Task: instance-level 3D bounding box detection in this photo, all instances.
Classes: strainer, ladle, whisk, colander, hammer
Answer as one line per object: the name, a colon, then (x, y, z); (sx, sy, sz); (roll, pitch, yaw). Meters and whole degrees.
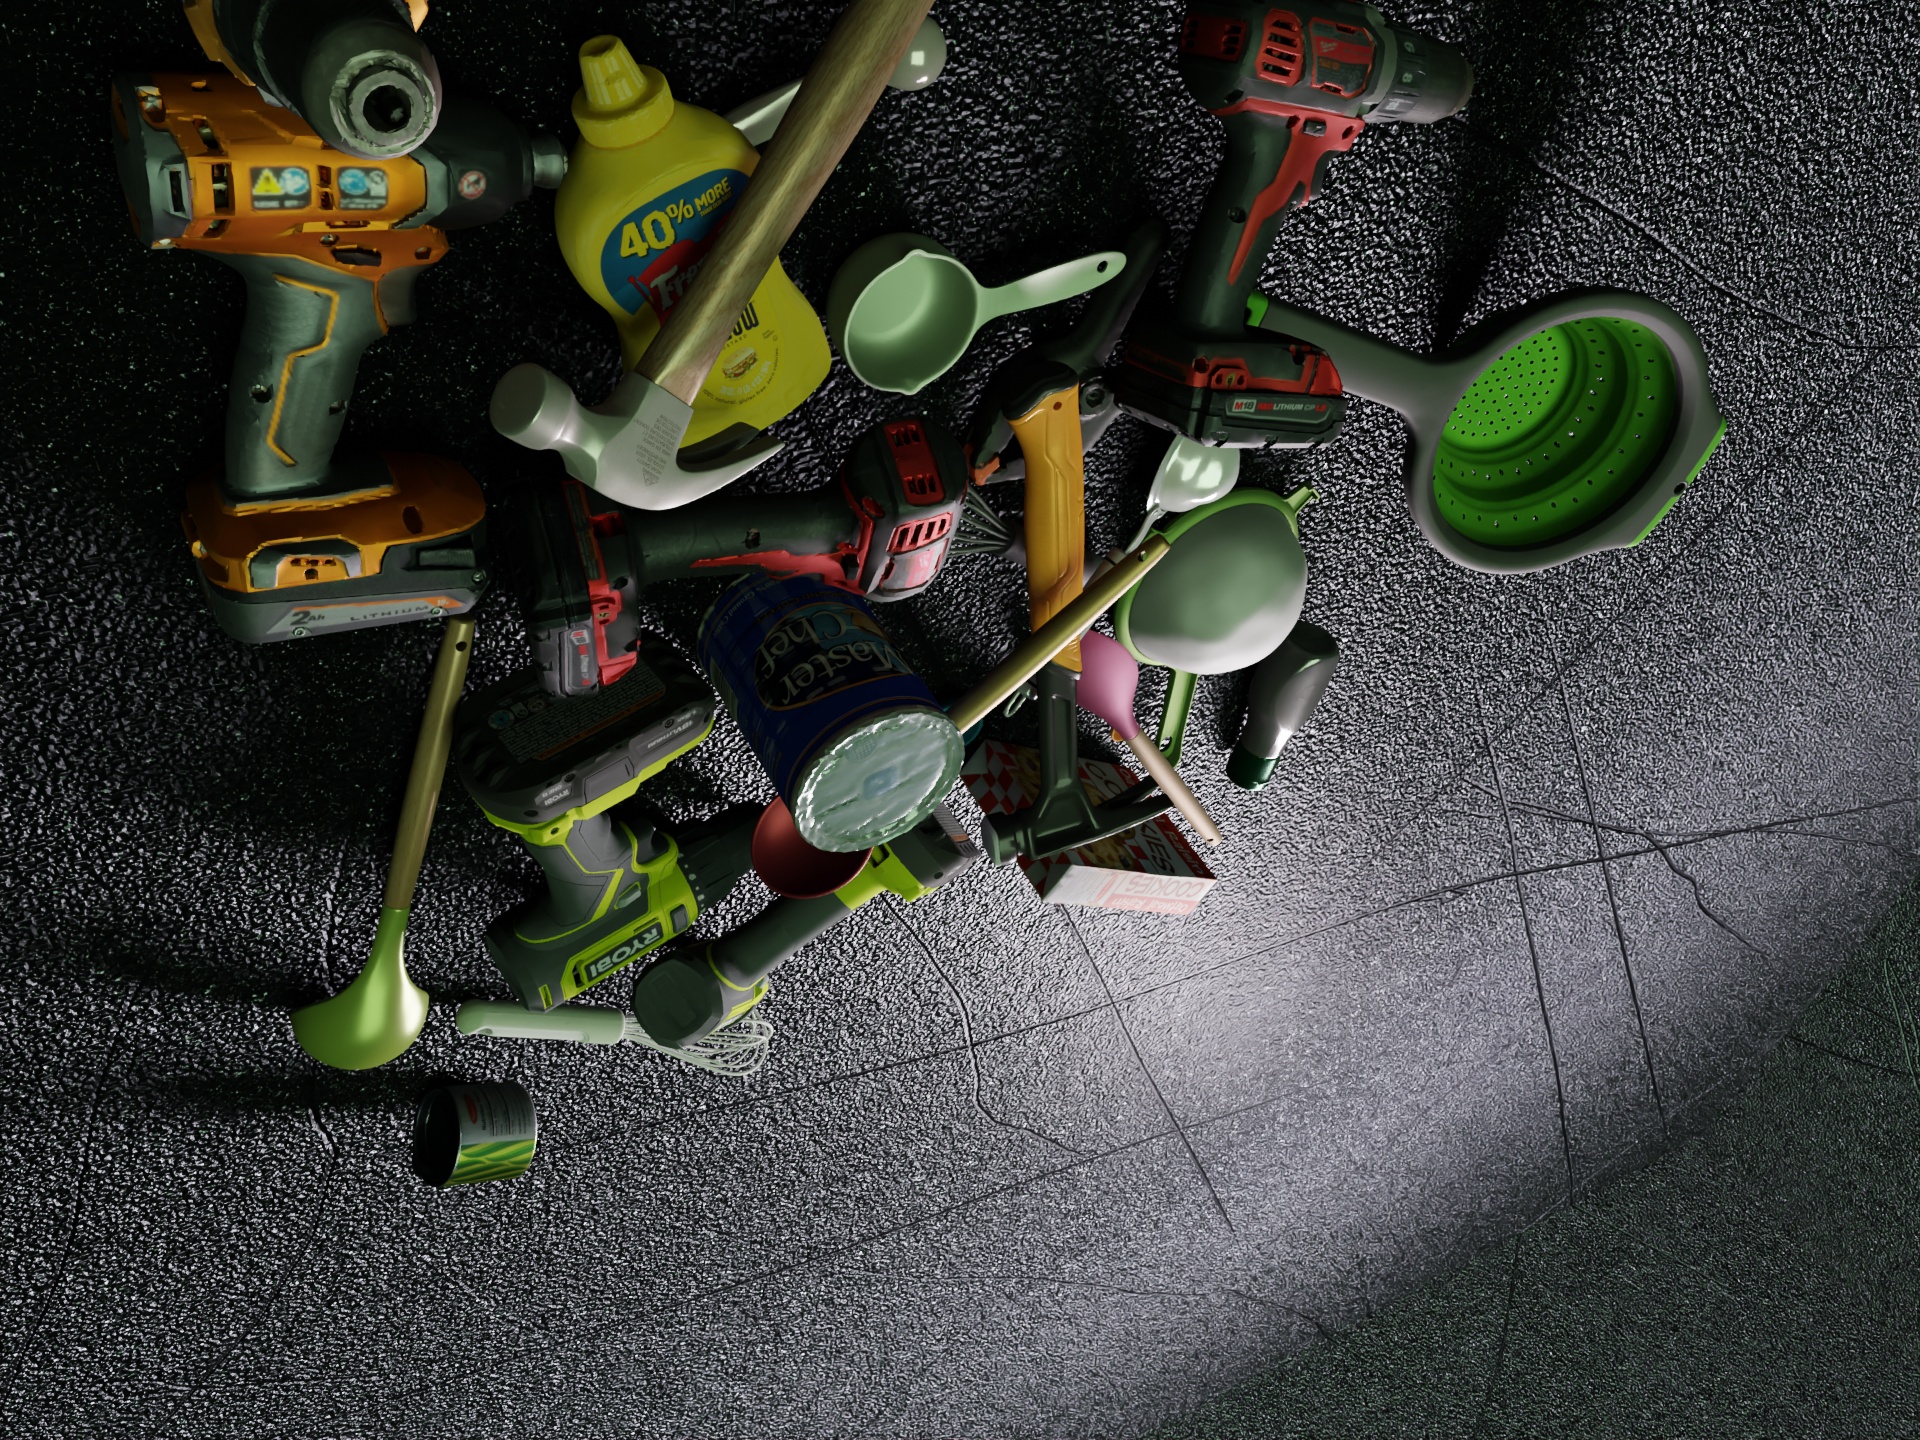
strainer: (0.106, -0.104, 0.985); (0.258, 0.050, 0.087); (-53, 163, 9)
ladle: (-0.001, -0.003, 0.927); (0.315, 0.069, 0.031); (-40, 172, 17)
strainer: (0.179, -0.042, 1.122); (0.151, 0.069, 0.256); (-17, 138, -24)
whisk: (0.024, -0.106, 0.950); (0.238, 0.055, 0.055); (13, 122, -51)
whisk: (-0.231, 0.212, 1.096); (0.246, 0.059, 0.058); (14, 149, -41)
colander: (0.307, -0.223, 1.028); (0.396, 0.095, 0.204); (13, 124, -24)
hammer: (0.065, -0.057, 0.948); (0.127, 0.034, 0.336); (-16, 129, -14)
ladle: (-0.314, 0.073, 0.890); (0.078, 0.062, 0.320); (0, 124, -37)
hammer: (-0.066, -0.237, 0.672); (0.331, 0.031, 0.130); (-58, 148, 2)

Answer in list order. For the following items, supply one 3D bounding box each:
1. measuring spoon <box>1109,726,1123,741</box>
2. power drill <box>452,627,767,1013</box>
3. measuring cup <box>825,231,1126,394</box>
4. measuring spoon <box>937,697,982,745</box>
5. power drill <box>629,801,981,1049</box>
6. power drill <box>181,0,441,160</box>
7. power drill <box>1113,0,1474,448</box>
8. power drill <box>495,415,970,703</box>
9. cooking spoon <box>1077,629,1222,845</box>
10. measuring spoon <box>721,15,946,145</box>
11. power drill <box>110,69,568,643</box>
measuring spoon: (0.106, -0.024, 1.137); (0.021, 0.011, 0.116); (-32, 140, -7)
power drill: (-0.192, 0.056, 0.924); (0.190, 0.080, 0.228); (-30, 148, -25)
measuring cup: (0.007, -0.223, 0.816); (0.167, 0.038, 0.083); (-22, 141, -22)
measuring spoon: (-0.042, -0.009, 1.033); (0.128, 0.021, 0.042); (13, 123, -35)
power drill: (-0.100, 0.127, 1.056); (0.223, 0.080, 0.171); (-37, 173, 4)
power drill: (-0.144, -0.267, 0.526); (0.226, 0.186, 0.084); (-29, 142, -15)
power drill: (0.181, -0.265, 0.848); (0.187, 0.080, 0.226); (-7, 118, -35)
power drill: (-0.110, -0.081, 0.794); (0.219, 0.079, 0.143); (-13, 163, -15)
cooking spoon: (0.134, 0.020, 1.163); (0.069, 0.017, 0.318); (-16, 144, 22)
measuring spoon: (-0.059, -0.280, 0.715); (0.124, 0.018, 0.034); (-28, 143, -9)
power drill: (-0.246, -0.151, 0.658); (0.164, 0.084, 0.226); (-12, 134, -29)
